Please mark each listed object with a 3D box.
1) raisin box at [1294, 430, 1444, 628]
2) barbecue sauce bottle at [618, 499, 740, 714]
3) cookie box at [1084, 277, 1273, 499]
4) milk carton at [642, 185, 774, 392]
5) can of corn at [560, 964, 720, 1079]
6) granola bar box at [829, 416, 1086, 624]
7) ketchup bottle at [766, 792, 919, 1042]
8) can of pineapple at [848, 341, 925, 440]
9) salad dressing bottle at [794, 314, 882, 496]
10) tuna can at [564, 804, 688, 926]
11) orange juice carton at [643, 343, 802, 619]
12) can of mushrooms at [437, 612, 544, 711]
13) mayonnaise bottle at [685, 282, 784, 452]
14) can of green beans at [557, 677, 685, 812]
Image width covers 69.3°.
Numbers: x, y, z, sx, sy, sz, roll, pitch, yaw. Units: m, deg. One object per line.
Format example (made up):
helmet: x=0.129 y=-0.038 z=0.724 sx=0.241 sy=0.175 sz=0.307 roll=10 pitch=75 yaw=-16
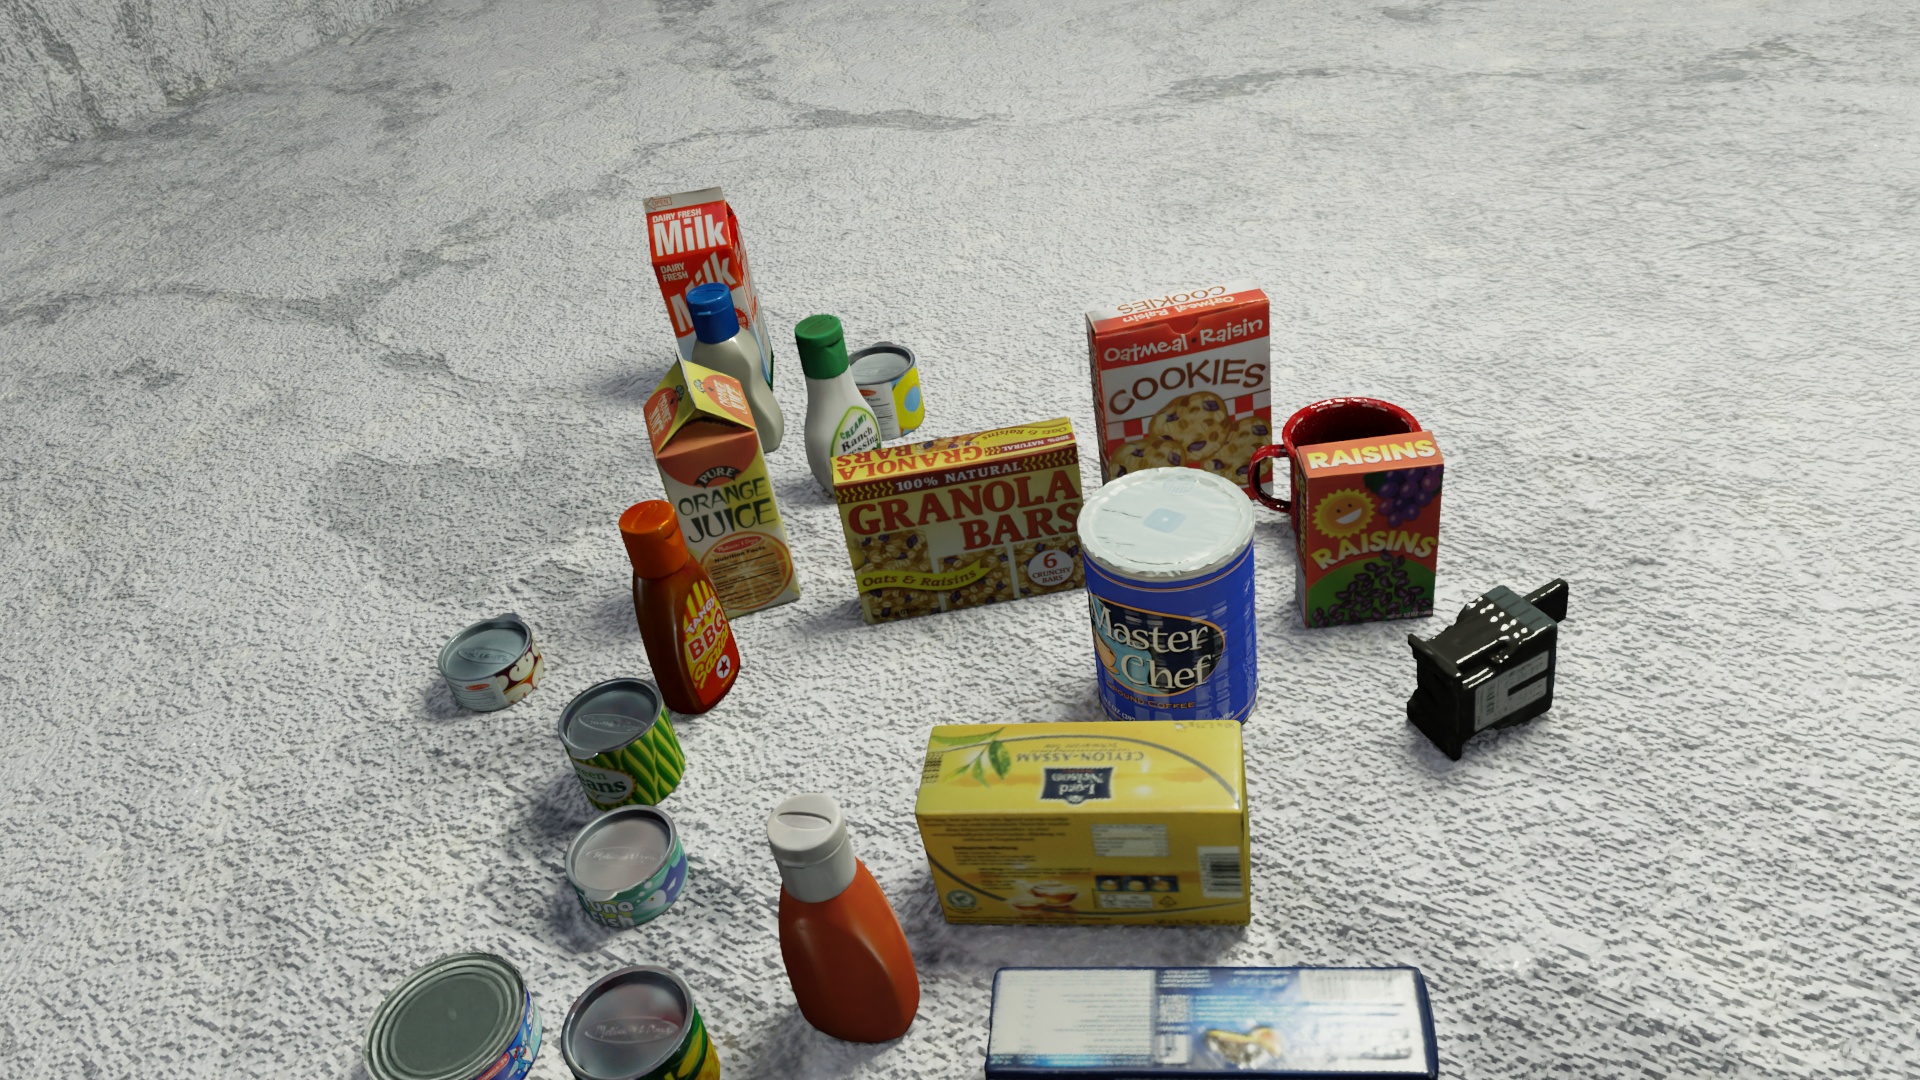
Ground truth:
raisin box: x=0.260 y=-0.006 z=0.890 sx=0.086 sy=0.122 sz=0.040 roll=-6 pitch=37 yaw=6
barbecue sauce bottle: x=-0.187 y=0.042 z=0.913 sx=0.043 sy=0.147 sz=0.065 roll=7 pitch=40 yaw=22
cookie box: x=0.159 y=-0.096 z=0.996 sx=0.123 sy=0.166 sz=0.040 roll=-12 pitch=37 yaw=-3
milk carton: x=-0.222 y=-0.221 z=1.234 sx=0.072 sy=0.189 sz=0.074 roll=-10 pitch=37 yaw=1
can of corn: x=-0.159 y=0.259 z=0.694 sx=0.071 sy=0.058 sz=0.071 roll=-7 pitch=37 yaw=5
granola bar box: x=0.003 y=-0.012 z=0.959 sx=0.166 sy=0.123 sz=0.039 roll=-10 pitch=37 yaw=0
ketchup bottle: x=-0.062 y=0.189 z=0.689 sx=0.065 sy=0.148 sz=0.044 roll=3 pitch=39 yaw=17
can of pineapple: x=-0.066 y=-0.128 z=1.184 sx=0.071 sy=0.057 sz=0.071 roll=-7 pitch=37 yaw=5
salad dressing bottle: x=-0.098 y=-0.104 z=1.085 sx=0.044 sy=0.147 sz=0.064 roll=25 pitch=49 yaw=38
tuna can: x=-0.195 y=0.192 z=0.813 sx=0.071 sy=0.032 sz=0.071 roll=-7 pitch=37 yaw=5
orange juice carton: x=-0.172 y=-0.042 z=0.983 sx=0.073 sy=0.191 sz=0.072 roll=-17 pitch=37 yaw=-8
can of mushrooms: x=-0.331 y=0.086 z=0.985 sx=0.071 sy=0.033 sz=0.071 roll=-7 pitch=37 yaw=5
mayonnaise bottle: x=-0.192 y=-0.141 z=1.157 sx=0.065 sy=0.147 sz=0.041 roll=-3 pitch=37 yaw=11
can of green beans: x=-0.213 y=0.130 z=0.879 sx=0.071 sy=0.057 sz=0.071 roll=-7 pitch=37 yaw=5
